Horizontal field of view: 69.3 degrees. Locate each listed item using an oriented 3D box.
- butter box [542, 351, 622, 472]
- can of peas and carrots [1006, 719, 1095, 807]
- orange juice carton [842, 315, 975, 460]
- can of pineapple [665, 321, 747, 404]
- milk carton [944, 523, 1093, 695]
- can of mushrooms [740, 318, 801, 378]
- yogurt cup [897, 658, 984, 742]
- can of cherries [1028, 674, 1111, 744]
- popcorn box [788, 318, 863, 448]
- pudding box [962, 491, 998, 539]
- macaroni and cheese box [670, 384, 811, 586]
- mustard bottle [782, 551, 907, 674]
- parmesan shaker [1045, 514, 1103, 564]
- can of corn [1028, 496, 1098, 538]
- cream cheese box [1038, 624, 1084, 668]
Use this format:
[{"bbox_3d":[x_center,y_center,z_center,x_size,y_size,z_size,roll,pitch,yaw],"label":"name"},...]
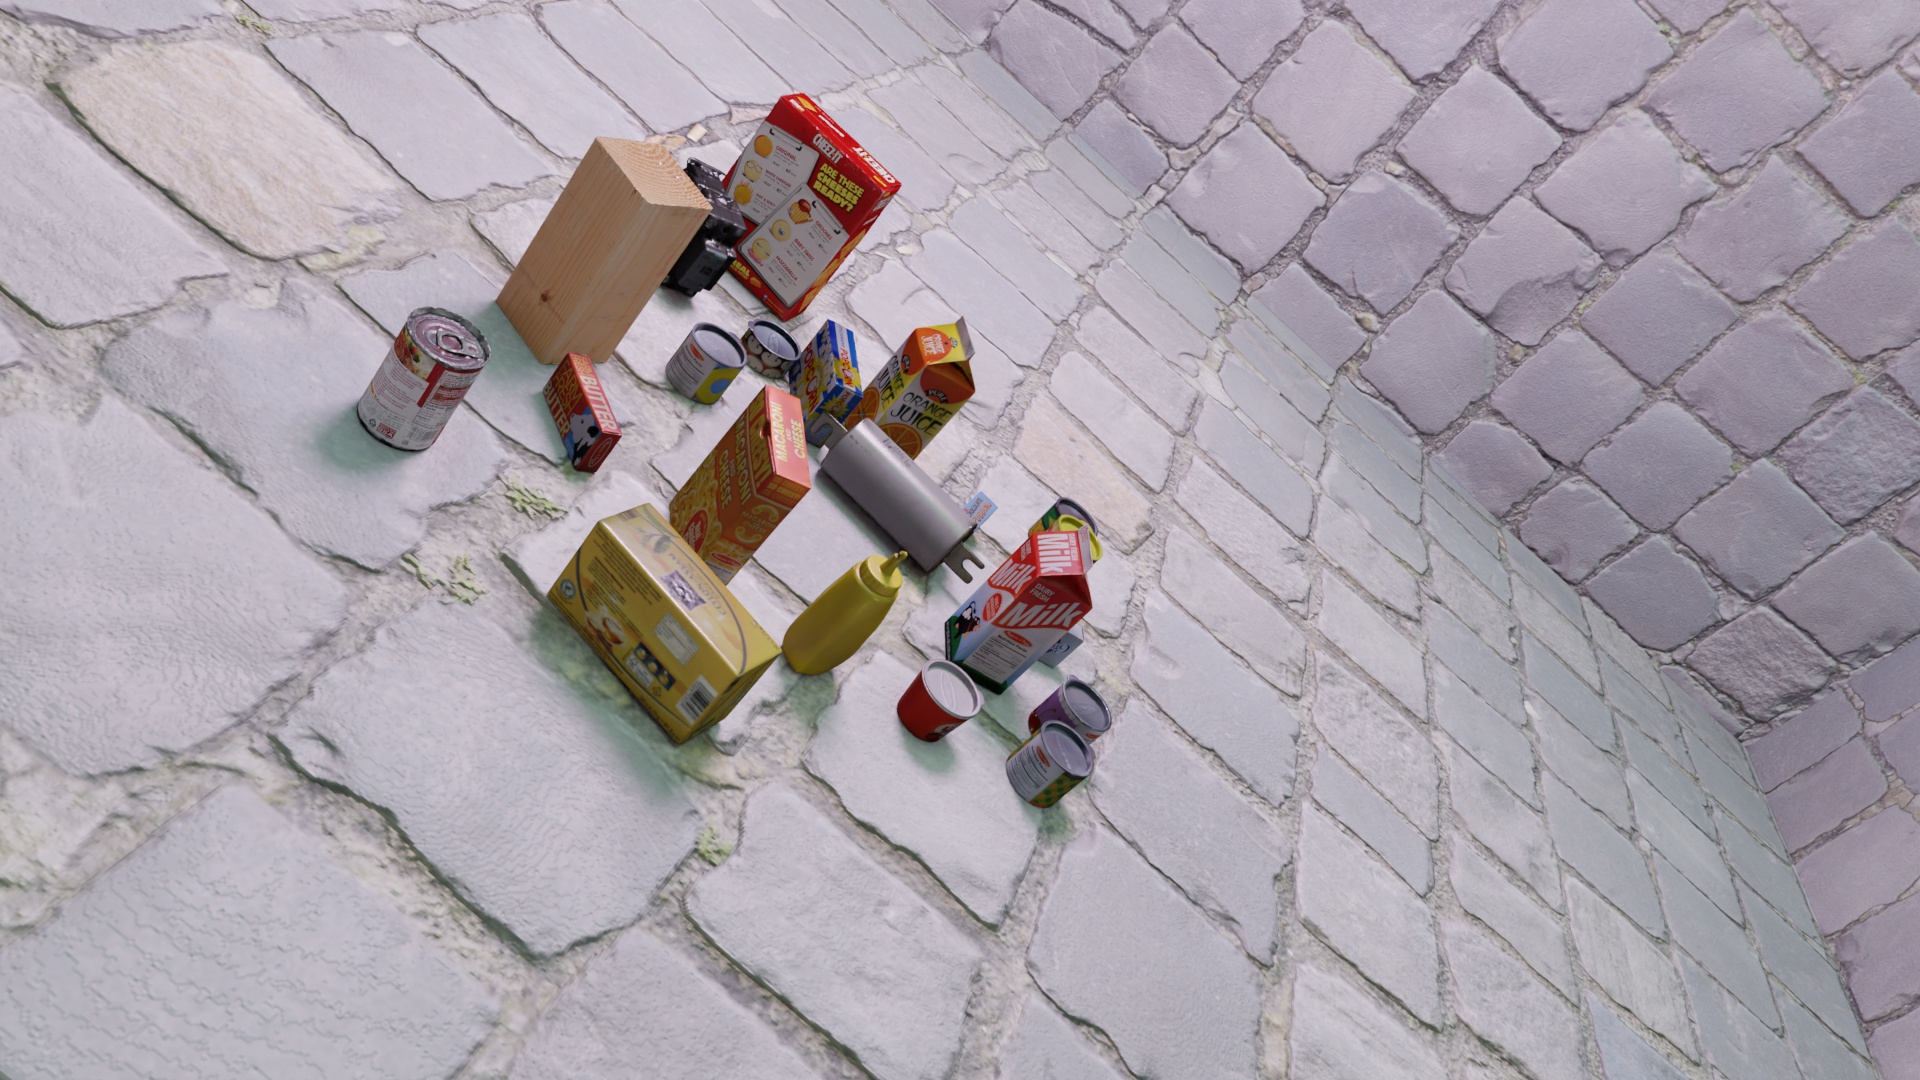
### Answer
[{"bbox_3d":[-0.345,-0.118,1.266,0.024,0.053,0.104,7,45,-48],"label":"butter box"},{"bbox_3d":[0.089,0.219,1.361,0.071,0.058,0.071,31,31,-21],"label":"can of peas and carrots"},{"bbox_3d":[-0.049,-0.166,1.557,0.073,0.192,0.072,24,34,-32],"label":"orange juice carton"},{"bbox_3d":[-0.264,-0.185,1.452,0.071,0.057,0.071,31,31,-21],"label":"can of pineapple"},{"bbox_3d":[0.069,0.063,1.406,0.073,0.189,0.073,31,31,-23],"label":"milk carton"},{"bbox_3d":[-0.219,-0.219,1.578,0.071,0.033,0.071,31,31,-21],"label":"can of mushrooms"},{"bbox_3d":[-0.023,0.154,1.313,0.072,0.053,0.073,31,31,-21],"label":"yogurt cup"},{"bbox_3d":[0.112,0.184,1.438,0.071,0.058,0.072,31,31,-21],"label":"can of cherries"},{"bbox_3d":[-0.152,-0.177,1.554,0.038,0.085,0.127,25,34,-30],"label":"popcorn box"},{"bbox_3d":[0.006,-0.020,1.581,0.030,0.049,0.084,44,29,1],"label":"pudding box"},{"bbox_3d":[-0.199,-0.039,1.230,0.040,0.165,0.124,24,34,-32],"label":"macaroni and cheese box"},{"bbox_3d":[-0.095,0.058,1.239,0.065,0.159,0.049,0,50,-52],"label":"mustard bottle"},{"bbox_3d":[0.106,0.027,1.589,0.071,0.102,0.072,31,31,-21],"label":"parmesan shaker"},{"bbox_3d":[0.127,-0.008,1.709,0.071,0.058,0.071,31,31,-21],"label":"can of corn"},{"bbox_3d":[0.079,0.097,1.516,0.104,0.053,0.024,29,32,-25],"label":"cream cheese box"}]
